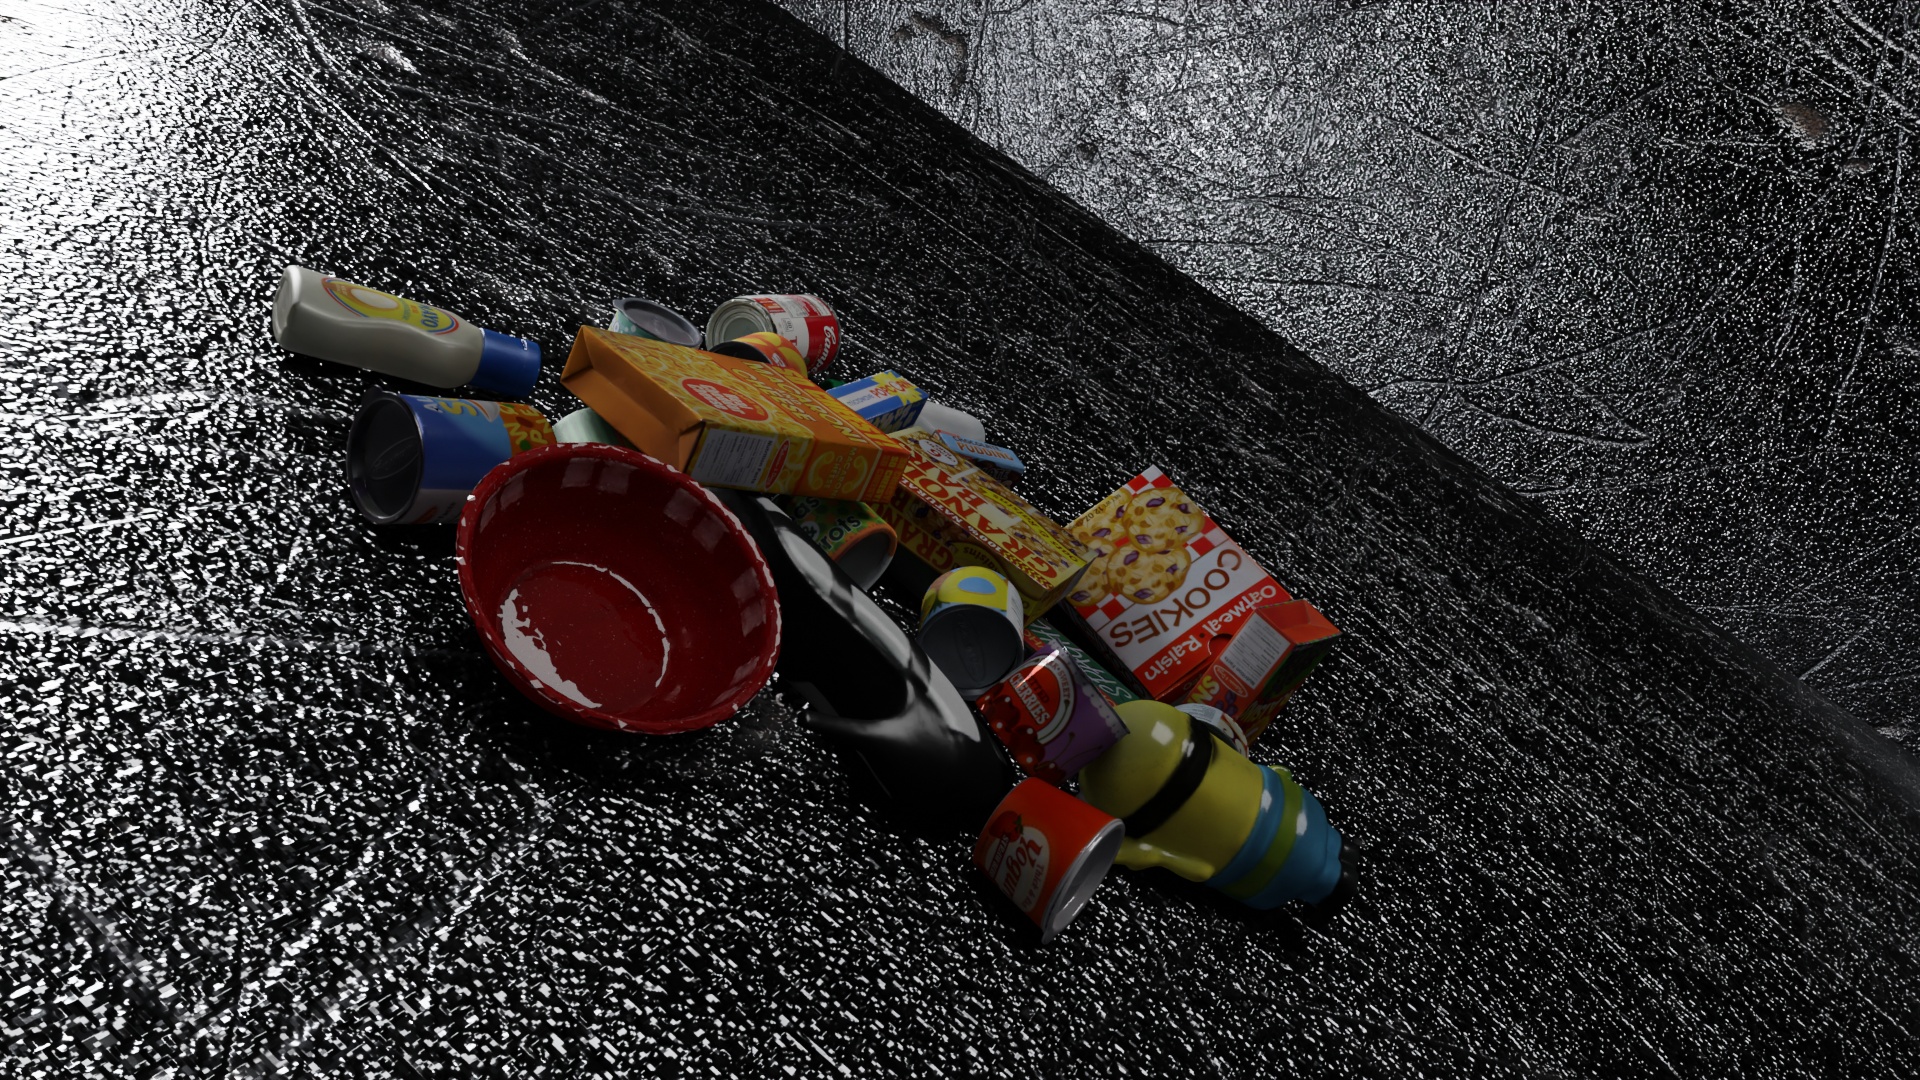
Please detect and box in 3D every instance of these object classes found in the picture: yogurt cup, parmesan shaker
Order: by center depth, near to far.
[{"bbox_3d":[0.043,0.157,0.703,0.054,0.072,0.072,32,20,23],"label":"yogurt cup"},{"bbox_3d":[-0.192,-0.023,0.770,0.071,0.071,0.103,13,28,-38],"label":"parmesan shaker"}]

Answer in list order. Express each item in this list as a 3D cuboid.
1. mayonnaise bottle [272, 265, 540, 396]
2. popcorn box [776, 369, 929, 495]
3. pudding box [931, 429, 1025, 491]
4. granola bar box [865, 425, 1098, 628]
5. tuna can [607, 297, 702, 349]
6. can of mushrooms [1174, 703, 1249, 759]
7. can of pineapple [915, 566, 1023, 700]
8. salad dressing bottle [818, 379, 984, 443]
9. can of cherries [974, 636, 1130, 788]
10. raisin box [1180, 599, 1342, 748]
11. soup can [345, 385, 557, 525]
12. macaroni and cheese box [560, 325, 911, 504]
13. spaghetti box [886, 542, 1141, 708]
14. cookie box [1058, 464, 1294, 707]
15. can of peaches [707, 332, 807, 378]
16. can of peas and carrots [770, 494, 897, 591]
[{"bbox_3d":[-0.331,-0.122,0.838,0.148,0.041,0.065,13,27,-37],"label":"mayonnaise bottle"},{"bbox_3d":[-0.077,-0.072,1.002,0.038,0.085,0.127,34,22,9],"label":"popcorn box"},{"bbox_3d":[0.005,-0.056,1.122,0.084,0.049,0.030,13,29,-38],"label":"pudding box"},{"bbox_3d":[0.003,-0.012,0.962,0.166,0.039,0.124,36,21,11],"label":"granola bar box"},{"bbox_3d":[-0.233,-0.152,1.041,0.071,0.032,0.071,27,22,-12],"label":"tuna can"},{"bbox_3d":[0.147,0.140,0.872,0.071,0.070,0.033,34,21,7],"label":"can of mushrooms"},{"bbox_3d":[0.005,0.057,0.862,0.071,0.070,0.058,28,21,-9],"label":"can of pineapple"},{"bbox_3d":[-0.050,-0.098,1.150,0.148,0.043,0.064,14,29,-34],"label":"salad dressing bottle"},{"bbox_3d":[0.048,0.094,0.753,0.071,0.058,0.071,53,0,1],"label":"can of cherries"},{"bbox_3d":[0.192,0.099,0.936,0.040,0.123,0.086,44,25,24],"label":"raisin box"},{"bbox_3d":[-0.263,-0.044,0.723,0.071,0.071,0.084,43,24,27],"label":"soup can"},{"bbox_3d":[-0.128,-0.070,0.809,0.124,0.040,0.167,37,19,34],"label":"macaroni and cheese box"},{"bbox_3d":[0.016,0.048,0.944,0.250,0.028,0.050,40,23,20],"label":"spaghetti box"},{"bbox_3d":[0.145,0.035,1.016,0.168,0.123,0.040,50,-9,39],"label":"cookie box"},{"bbox_3d":[-0.151,-0.119,1.028,0.071,0.071,0.058,33,21,5],"label":"can of peaches"},{"bbox_3d":[-0.083,-0.001,0.867,0.059,0.070,0.071,42,24,23],"label":"can of peas and carrots"}]
